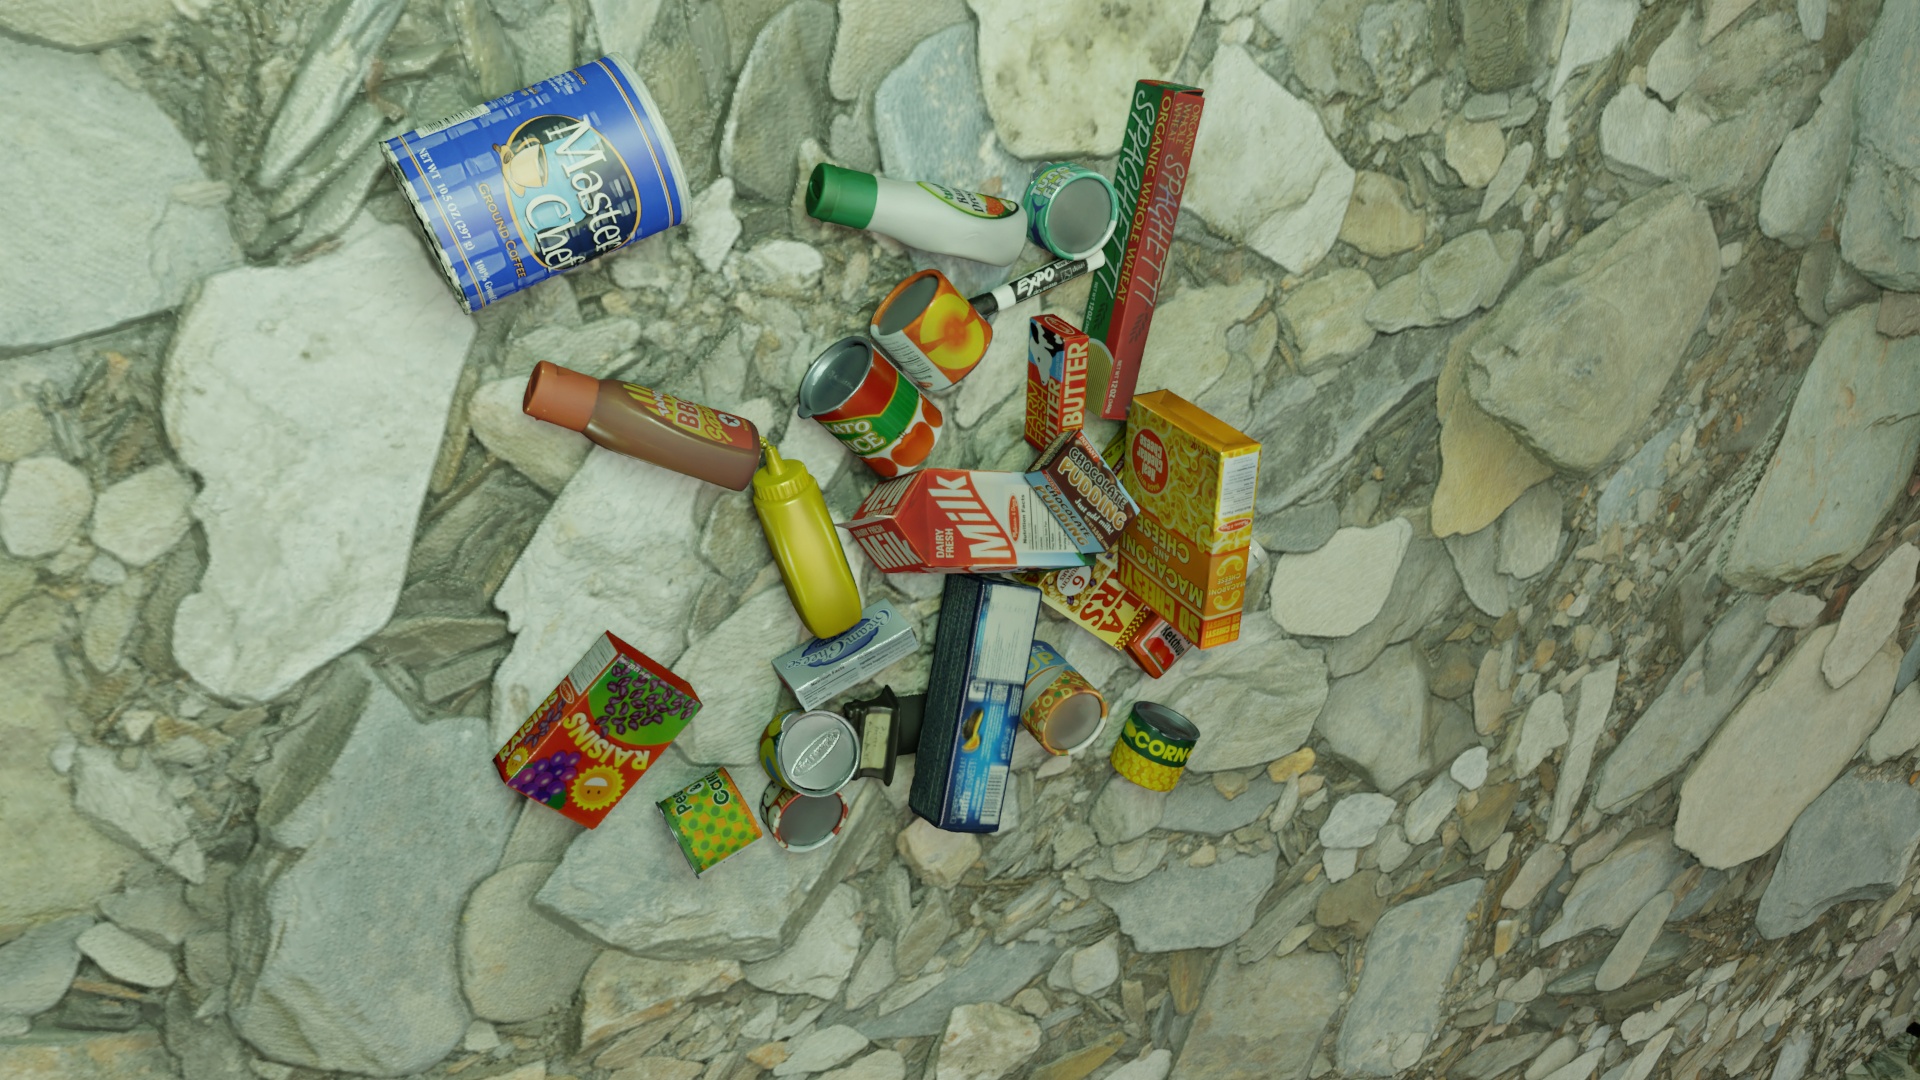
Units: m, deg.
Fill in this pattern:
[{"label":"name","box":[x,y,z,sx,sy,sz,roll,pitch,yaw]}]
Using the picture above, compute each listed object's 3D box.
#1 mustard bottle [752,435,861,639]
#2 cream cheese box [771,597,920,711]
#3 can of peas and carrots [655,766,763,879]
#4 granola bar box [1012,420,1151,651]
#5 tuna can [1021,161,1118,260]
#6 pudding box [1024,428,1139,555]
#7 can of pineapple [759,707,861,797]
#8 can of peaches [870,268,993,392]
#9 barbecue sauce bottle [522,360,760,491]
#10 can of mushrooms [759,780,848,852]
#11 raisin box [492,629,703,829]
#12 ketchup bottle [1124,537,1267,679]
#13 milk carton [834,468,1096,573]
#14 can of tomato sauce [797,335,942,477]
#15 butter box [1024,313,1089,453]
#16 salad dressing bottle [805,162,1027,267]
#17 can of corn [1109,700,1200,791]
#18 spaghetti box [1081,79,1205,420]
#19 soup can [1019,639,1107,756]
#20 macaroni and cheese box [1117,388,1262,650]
[{"label":"mustard bottle","box":[-0.115,-0.007,0.996,0.049,0.065,0.159,-24,121,-13]},{"label":"cream cheese box","box":[-0.088,0.087,1.068,0.104,0.053,0.024,-29,125,-16]},{"label":"can of peas and carrots","box":[-0.193,0.214,1.065,0.059,0.071,0.070,-29,127,-16]},{"label":"granola bar box","box":[0.138,-0.004,1.165,0.124,0.039,0.165,33,95,-38]},{"label":"tuna can","box":[0.079,-0.240,1.006,0.071,0.033,0.070,-15,122,-25]},{"label":"pudding box","box":[0.091,-0.036,1.035,0.050,0.030,0.083,-49,113,-28]},{"label":"can of pineapple","box":[-0.118,0.161,1.073,0.071,0.058,0.071,2,84,-23]},{"label":"can of peaches","box":[-0.019,-0.149,0.972,0.071,0.071,0.058,-48,122,0]},{"label":"barbecue sauce bottle","box":[-0.207,-0.076,0.905,0.148,0.065,0.043,18,114,-28]},{"label":"can of mushrooms","box":[-0.127,0.216,1.126,0.071,0.033,0.070,-14,122,-24]},{"label":"raisin box","box":[-0.260,0.137,1.000,0.123,0.040,0.086,-49,130,-1]},{"label":"ketchup bottle","box":[0.207,0.053,1.235,0.149,0.043,0.064,-43,129,-5]},{"label":"milk carton","box":[0.004,-0.013,1.042,0.191,0.072,0.073,1,84,-32]},{"label":"can of tomato sauce","box":[-0.063,-0.091,0.978,0.071,0.071,0.083,-49,130,1]},{"label":"butter box","box":[0.073,-0.115,1.057,0.024,0.053,0.103,-12,120,-23]},{"label":"salad dressing bottle","box":[-0.029,-0.221,0.937,0.148,0.064,0.043,7,121,-25]},{"label":"can of corn","box":[0.178,0.190,1.273,0.071,0.071,0.058,11,110,-35]},{"label":"spaghetti box","box":[0.129,-0.215,1.040,0.029,0.050,0.249,-3,116,-31]},{"label":"soup can","box":[0.073,0.131,1.169,0.071,0.084,0.071,-14,121,-24]},{"label":"macaroni and cheese box","box":[0.174,-0.018,1.074,0.040,0.124,0.165,-13,120,-23]}]
